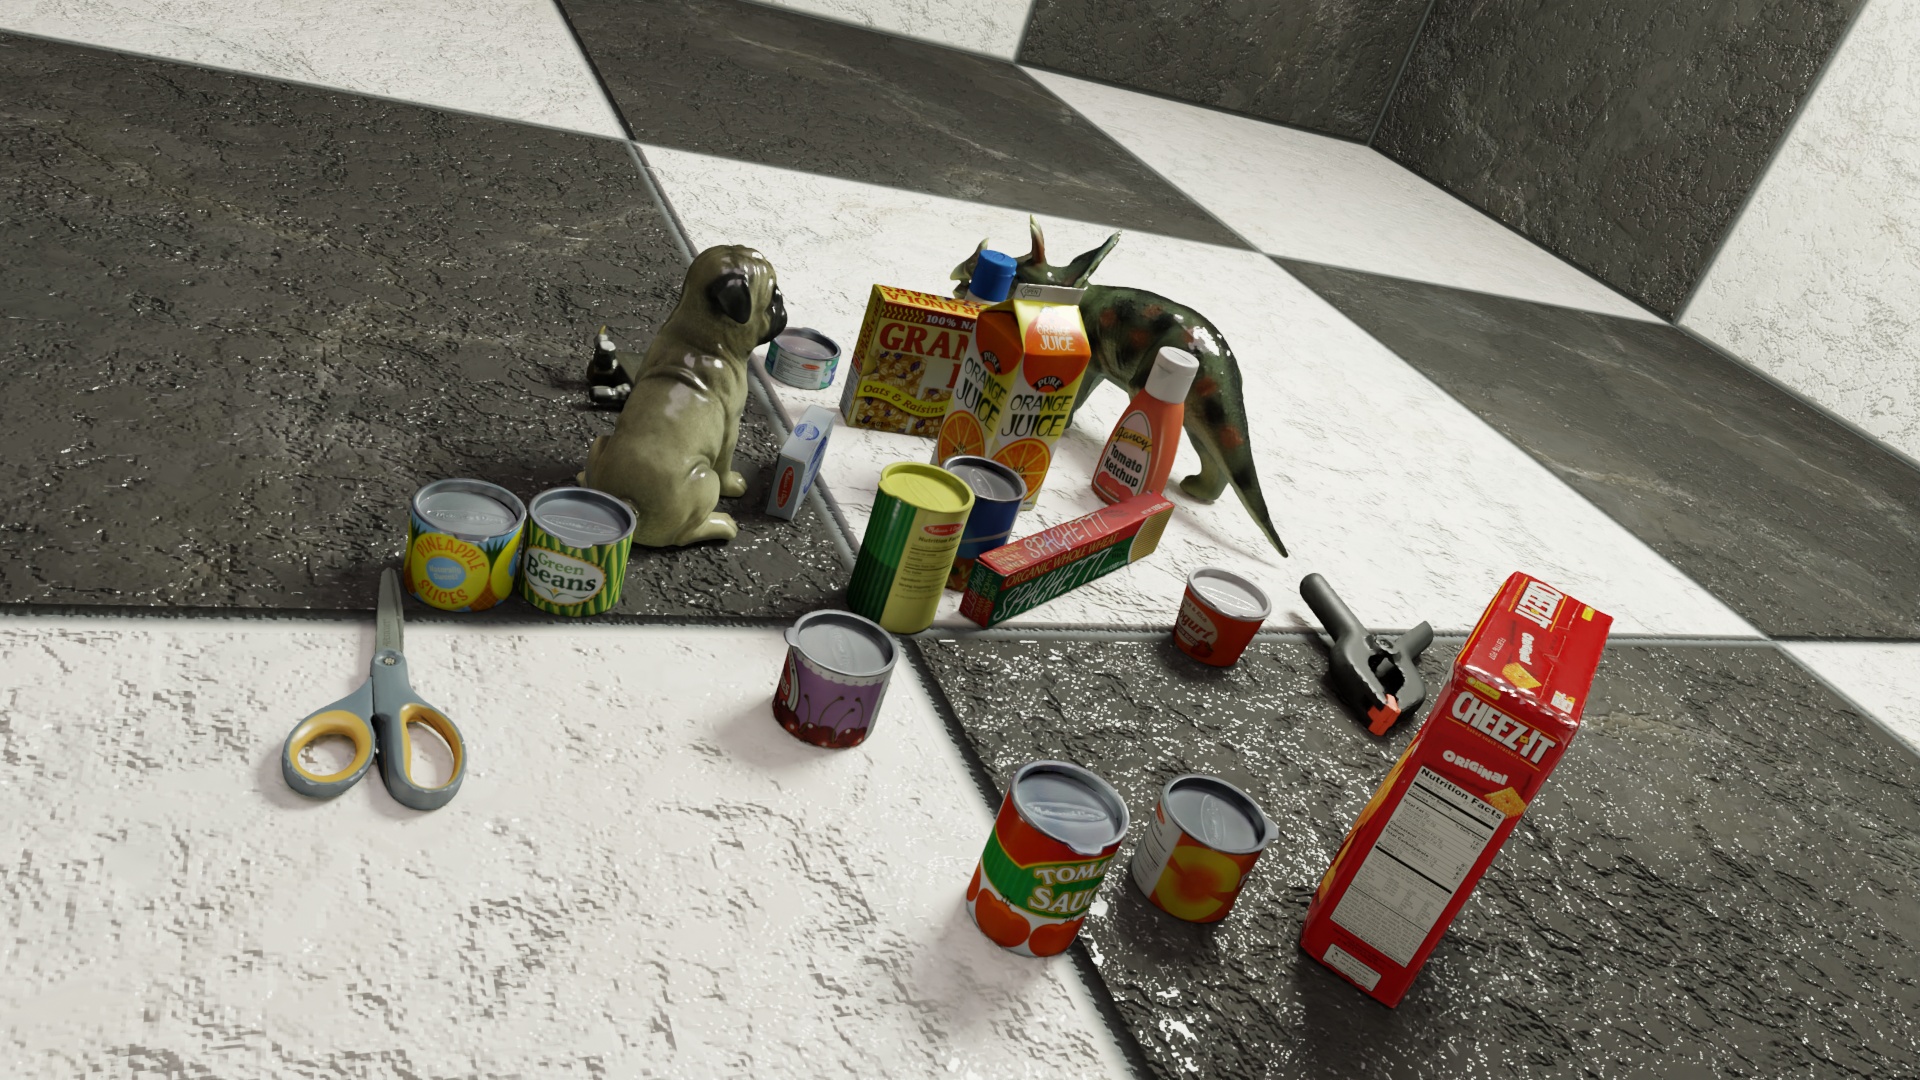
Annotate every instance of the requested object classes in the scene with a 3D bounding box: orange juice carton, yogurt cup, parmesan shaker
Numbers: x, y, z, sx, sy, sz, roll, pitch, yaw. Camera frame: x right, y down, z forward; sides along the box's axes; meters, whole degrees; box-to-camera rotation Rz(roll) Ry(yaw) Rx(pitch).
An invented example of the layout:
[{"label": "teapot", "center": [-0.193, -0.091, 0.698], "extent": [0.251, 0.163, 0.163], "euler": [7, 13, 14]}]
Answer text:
[{"label": "orange juice carton", "center": [0.045, -0.123, 1.149], "extent": [0.072, 0.191, 0.073], "euler": [-3, 35, -35]}, {"label": "yogurt cup", "center": [0.198, 0.060, 1.067], "extent": [0.072, 0.053, 0.073], "euler": [15, 29, -8]}, {"label": "parmesan shaker", "center": [-0.039, 0.005, 0.967], "extent": [0.071, 0.102, 0.071], "euler": [15, 28, -8]}]

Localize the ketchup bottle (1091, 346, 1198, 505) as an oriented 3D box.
[{"label": "ketchup bottle", "center": [0.166, -0.097, 1.222], "extent": [0.044, 0.148, 0.065], "euler": [-12, 41, -44]}]

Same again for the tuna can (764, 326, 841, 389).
[{"label": "tuna can", "center": [-0.145, -0.169, 1.280], "extent": [0.071, 0.032, 0.071], "euler": [15, 29, -8]}]

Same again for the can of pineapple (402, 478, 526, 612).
[{"label": "can of pineapple", "center": [-0.306, 0.004, 0.854], "extent": [0.071, 0.057, 0.071], "euler": [15, 29, -8]}]

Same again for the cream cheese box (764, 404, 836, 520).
[{"label": "cream cheese box", "center": [-0.125, -0.062, 1.084], "extent": [0.024, 0.053, 0.104], "euler": [19, 28, -1]}]

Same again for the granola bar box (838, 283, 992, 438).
[{"label": "granola bar box", "center": [-0.012, -0.152, 1.237], "extent": [0.166, 0.123, 0.039], "euler": [6, 31, -23]}]

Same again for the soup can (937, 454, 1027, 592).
[{"label": "soup can", "center": [0.004, -0.013, 1.045], "extent": [0.071, 0.083, 0.072], "euler": [15, 28, -8]}]

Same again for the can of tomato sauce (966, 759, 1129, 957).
[{"label": "can of tomato sauce", "center": [0.047, 0.173, 0.747], "extent": [0.071, 0.082, 0.071], "euler": [15, 28, -8]}]

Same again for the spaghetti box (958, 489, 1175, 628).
[{"label": "spaghetti box", "center": [0.089, 0.011, 1.091], "extent": [0.029, 0.050, 0.251], "euler": [35, 32, 26]}]

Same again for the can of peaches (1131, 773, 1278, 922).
[{"label": "can of peaches", "center": [0.142, 0.182, 0.816], "extent": [0.071, 0.057, 0.071], "euler": [15, 29, -8]}]

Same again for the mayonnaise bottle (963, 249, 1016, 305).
[{"label": "mayonnaise bottle", "center": [0.014, -0.200, 1.310], "extent": [0.041, 0.147, 0.065], "euler": [22, 28, 6]}]

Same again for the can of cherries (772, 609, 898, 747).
[{"label": "can of cherries", "center": [-0.080, 0.084, 0.851], "extent": [0.071, 0.058, 0.072], "euler": [15, 29, -8]}]

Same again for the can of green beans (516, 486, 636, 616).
[{"label": "can of green beans", "center": [-0.245, 0.007, 0.885], "extent": [0.071, 0.057, 0.071], "euler": [15, 29, -8]}]
